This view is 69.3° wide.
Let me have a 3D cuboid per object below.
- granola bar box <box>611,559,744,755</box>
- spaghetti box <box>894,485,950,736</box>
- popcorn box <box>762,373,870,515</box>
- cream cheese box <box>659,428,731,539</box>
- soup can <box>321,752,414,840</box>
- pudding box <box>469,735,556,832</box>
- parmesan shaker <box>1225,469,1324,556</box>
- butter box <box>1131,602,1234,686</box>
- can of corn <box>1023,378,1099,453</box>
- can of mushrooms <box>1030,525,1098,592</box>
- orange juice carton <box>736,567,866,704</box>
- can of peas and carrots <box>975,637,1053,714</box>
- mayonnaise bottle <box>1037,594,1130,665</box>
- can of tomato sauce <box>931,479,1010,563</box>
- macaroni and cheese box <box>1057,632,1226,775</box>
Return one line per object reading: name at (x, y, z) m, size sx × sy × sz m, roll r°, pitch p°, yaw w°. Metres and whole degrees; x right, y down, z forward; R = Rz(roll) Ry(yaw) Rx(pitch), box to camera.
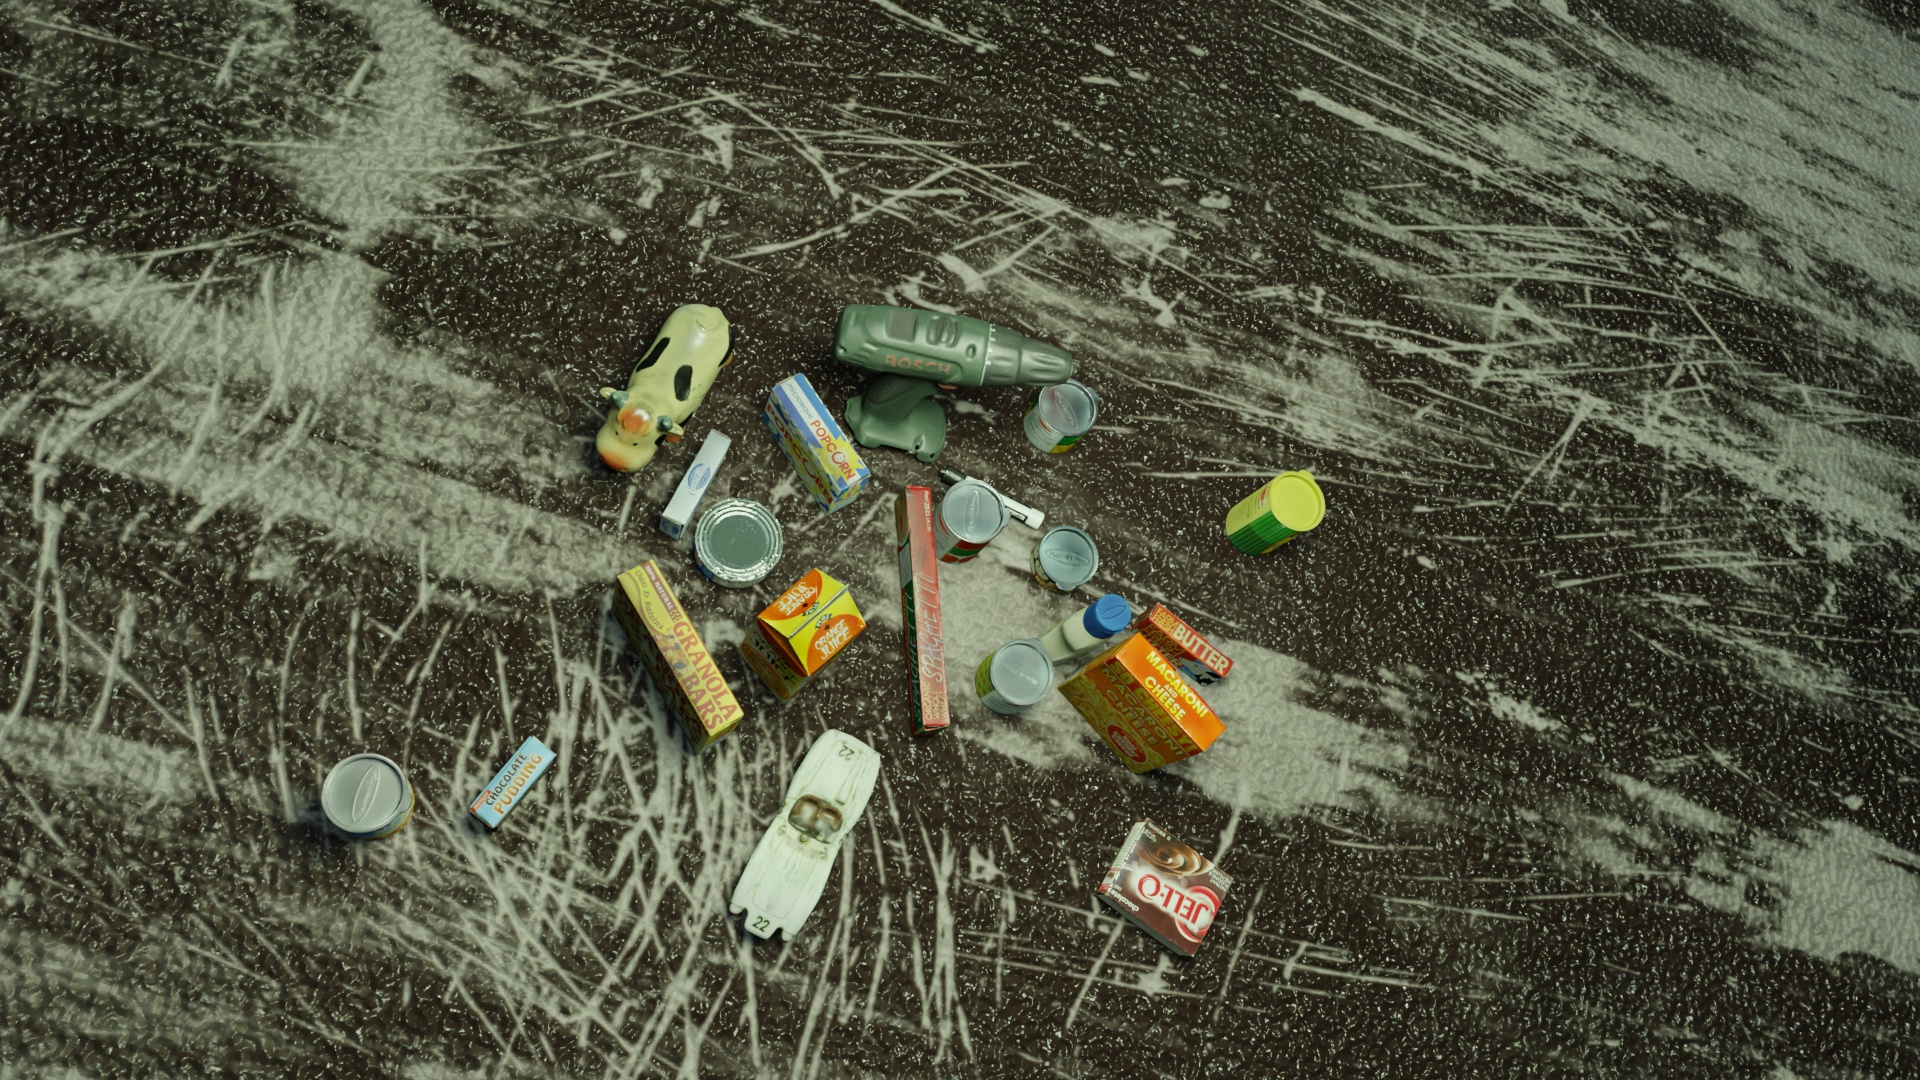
granola bar box at (-0.261, 0.109, 1.277) m, size 0.039 × 0.123 × 0.165 m, roll -29°, pitch 83°, yaw -22°
spaghetti box at (-0.040, 0.070, 1.395) m, size 0.029 × 0.050 × 0.250 m, roll 0°, pitch 73°, yaw -16°
popcorn box at (-0.147, -0.096, 1.398) m, size 0.038 × 0.085 × 0.127 m, roll -32°, pitch 84°, yaw -22°
cream cheese box at (-0.261, -0.055, 1.368) m, size 0.024 × 0.053 × 0.104 m, roll 28°, pitch 67°, yaw -7°
soup can at (-0.504, 0.222, 1.191) m, size 0.071 × 0.083 × 0.071 m, roll 5°, pitch 72°, yaw -15°
pudding box at (-0.400, 0.217, 1.242) m, size 0.030 × 0.049 × 0.084 m, roll 38°, pitch 67°, yaw -2°
parmesan shaker at (0.342, -0.029, 1.511) m, size 0.071 × 0.102 × 0.071 m, roll 5°, pitch 72°, yaw -15°
butter box at (0.232, 0.111, 1.460) m, size 0.103 × 0.053 × 0.024 m, roll 38°, pitch 67°, yaw -2°
can of corn at (0.109, -0.135, 1.500) m, size 0.071 × 0.058 × 0.071 m, roll 5°, pitch 72°, yaw -15°
can of mushrooms at (0.108, 0.022, 1.463) m, size 0.071 × 0.033 × 0.071 m, roll 5°, pitch 72°, yaw -15°
orange juice carton at (-0.146, 0.086, 1.281) m, size 0.072 × 0.192 × 0.073 m, roll -41°, pitch 88°, yaw -23°
can of peas and carrots at (0.054, 0.136, 1.397) m, size 0.071 × 0.058 × 0.071 m, roll 5°, pitch 72°, yaw -15°
mayonnaise bottle at (0.126, 0.088, 1.385) m, size 0.065 × 0.147 × 0.041 m, roll -22°, pitch 81°, yaw -21°
can of tomato sauce at (0.005, -0.018, 1.418) m, size 0.071 × 0.082 × 0.071 m, roll 5°, pitch 72°, yaw -15°
macaroni and cheese box at (0.175, 0.162, 1.365) m, size 0.040 × 0.166 × 0.124 m, roll -42°, pitch 88°, yaw -23°
